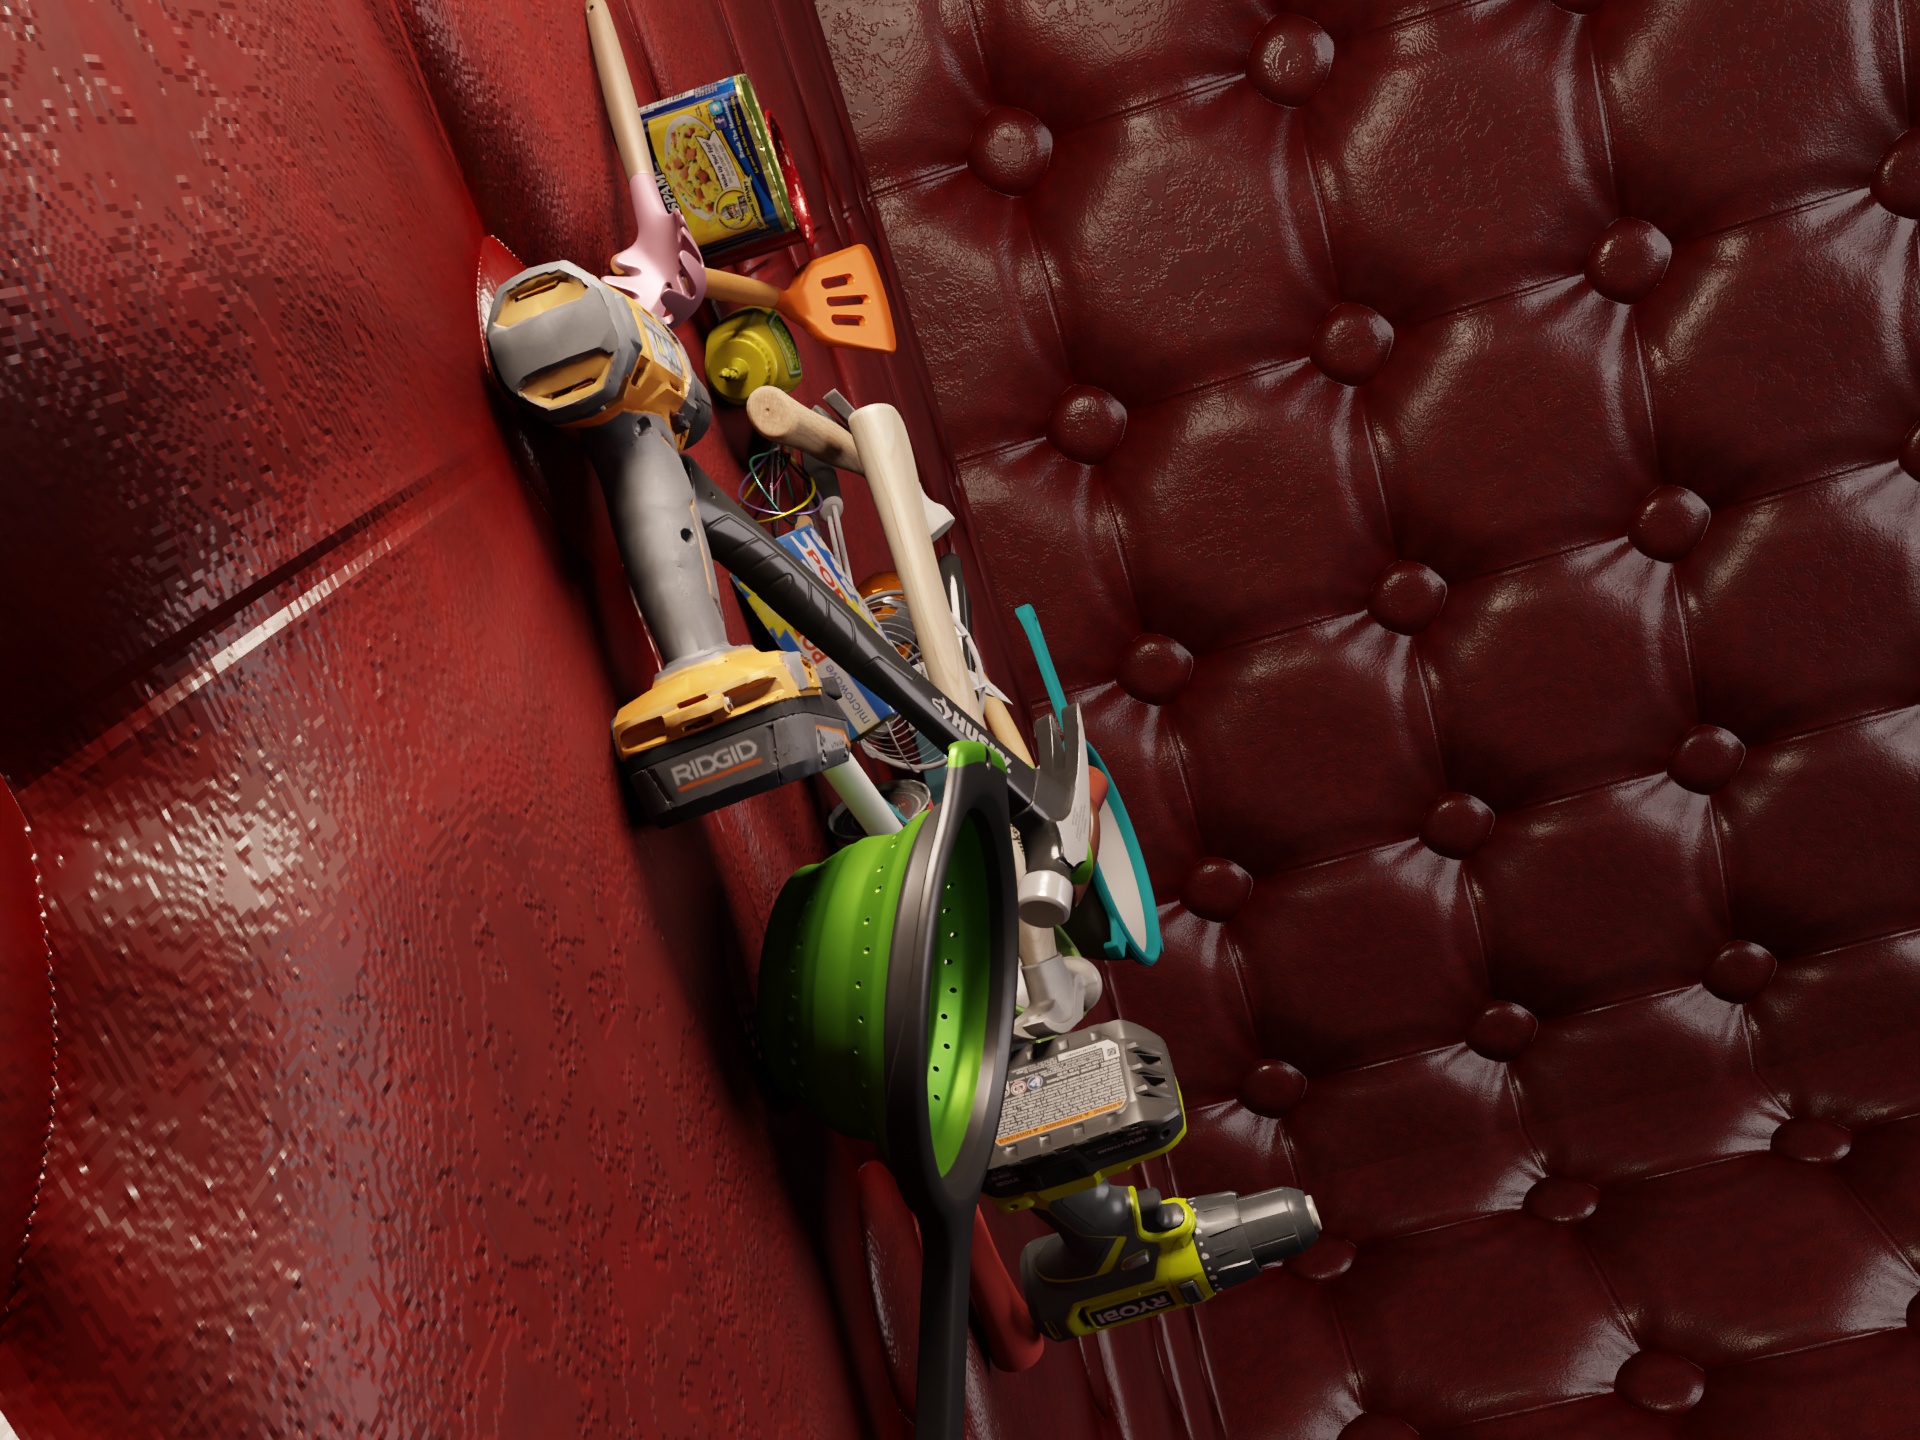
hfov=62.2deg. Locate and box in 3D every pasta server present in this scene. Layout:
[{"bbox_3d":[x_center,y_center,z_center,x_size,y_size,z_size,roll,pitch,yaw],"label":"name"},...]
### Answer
[{"bbox_3d":[-0.186,-0.318,0.882,0.040,0.060,0.317,35,29,-50],"label":"pasta server"}]

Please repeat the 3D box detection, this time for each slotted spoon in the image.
[{"bbox_3d":[0.045,0.031,1.241,0.314,0.031,0.070,-115,-162,-60],"label":"slotted spoon"}]

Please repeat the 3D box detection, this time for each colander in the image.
[{"bbox_3d":[-0.040,0.207,0.745,0.204,0.094,0.397,21,71,-76],"label":"colander"}]

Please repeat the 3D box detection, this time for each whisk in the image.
[{"bbox_3d":[-0.127,-0.174,1.067,0.051,0.047,0.245,40,14,-21],"label":"whisk"},{"bbox_3d":[0.005,0.003,1.201,0.073,0.073,0.296,61,21,-64],"label":"whisk"}]

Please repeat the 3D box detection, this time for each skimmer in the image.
[{"bbox_3d":[-0.065,-0.114,1.201,0.090,0.127,0.364,19,34,-28],"label":"skimmer"}]

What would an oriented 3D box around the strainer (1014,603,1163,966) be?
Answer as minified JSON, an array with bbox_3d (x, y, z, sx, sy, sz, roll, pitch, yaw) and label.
[{"bbox_3d":[0.077,0.067,1.416,0.211,0.095,0.340,20,50,-71],"label":"strainer"}]

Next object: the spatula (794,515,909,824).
[{"bbox_3d":[-0.088,-0.048,1.059,0.082,0.044,0.318,42,24,-36],"label":"spatula"}]

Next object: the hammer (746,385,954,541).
[{"bbox_3d":[-0.084,-0.190,1.100,0.130,0.031,0.331,49,9,5],"label":"hammer"}]

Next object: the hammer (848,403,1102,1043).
[{"bbox_3d":[-0.002,-0.003,0.995,0.146,0.038,0.411,-1,73,-73],"label":"hammer"}]

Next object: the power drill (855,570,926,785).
[{"bbox_3d":[-0.031,-0.017,1.324,0.164,0.084,0.226,-87,156,-72],"label":"power drill"}]

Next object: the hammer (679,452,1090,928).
[{"bbox_3d":[-0.039,-0.030,0.886,0.334,0.035,0.146,42,41,-29],"label":"hammer"}]

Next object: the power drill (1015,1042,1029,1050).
[{"bbox_3d":[0.040,0.261,1.274,0.171,0.080,0.223,74,8,-51],"label":"power drill"}]

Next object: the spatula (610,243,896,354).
[{"bbox_3d":[-0.124,-0.274,1.004,0.322,0.041,0.081,-27,102,-69],"label":"spatula"}]

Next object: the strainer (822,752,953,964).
[{"bbox_3d":[-0.038,0.072,0.918,0.258,0.050,0.087,59,34,-48],"label":"strainer"}]

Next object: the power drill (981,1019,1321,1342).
[{"bbox_3d":[0.106,0.285,0.967,0.080,0.190,0.228,-98,165,-50],"label":"power drill"}]

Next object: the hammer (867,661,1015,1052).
[{"bbox_3d":[-0.002,0.104,1.097,0.033,0.128,0.331,22,47,-44],"label":"hammer"}]

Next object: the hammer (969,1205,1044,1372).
[{"bbox_3d":[-0.016,0.265,0.954,0.149,0.036,0.358,-92,164,-64],"label":"hammer"}]

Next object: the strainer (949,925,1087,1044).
[{"bbox_3d":[0.034,0.219,1.137,0.151,0.069,0.257,19,31,-35],"label":"strainer"}]

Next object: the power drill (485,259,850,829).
[{"bbox_3d":[-0.122,-0.075,0.704,0.185,0.084,0.226,-20,89,-85],"label":"power drill"}]
